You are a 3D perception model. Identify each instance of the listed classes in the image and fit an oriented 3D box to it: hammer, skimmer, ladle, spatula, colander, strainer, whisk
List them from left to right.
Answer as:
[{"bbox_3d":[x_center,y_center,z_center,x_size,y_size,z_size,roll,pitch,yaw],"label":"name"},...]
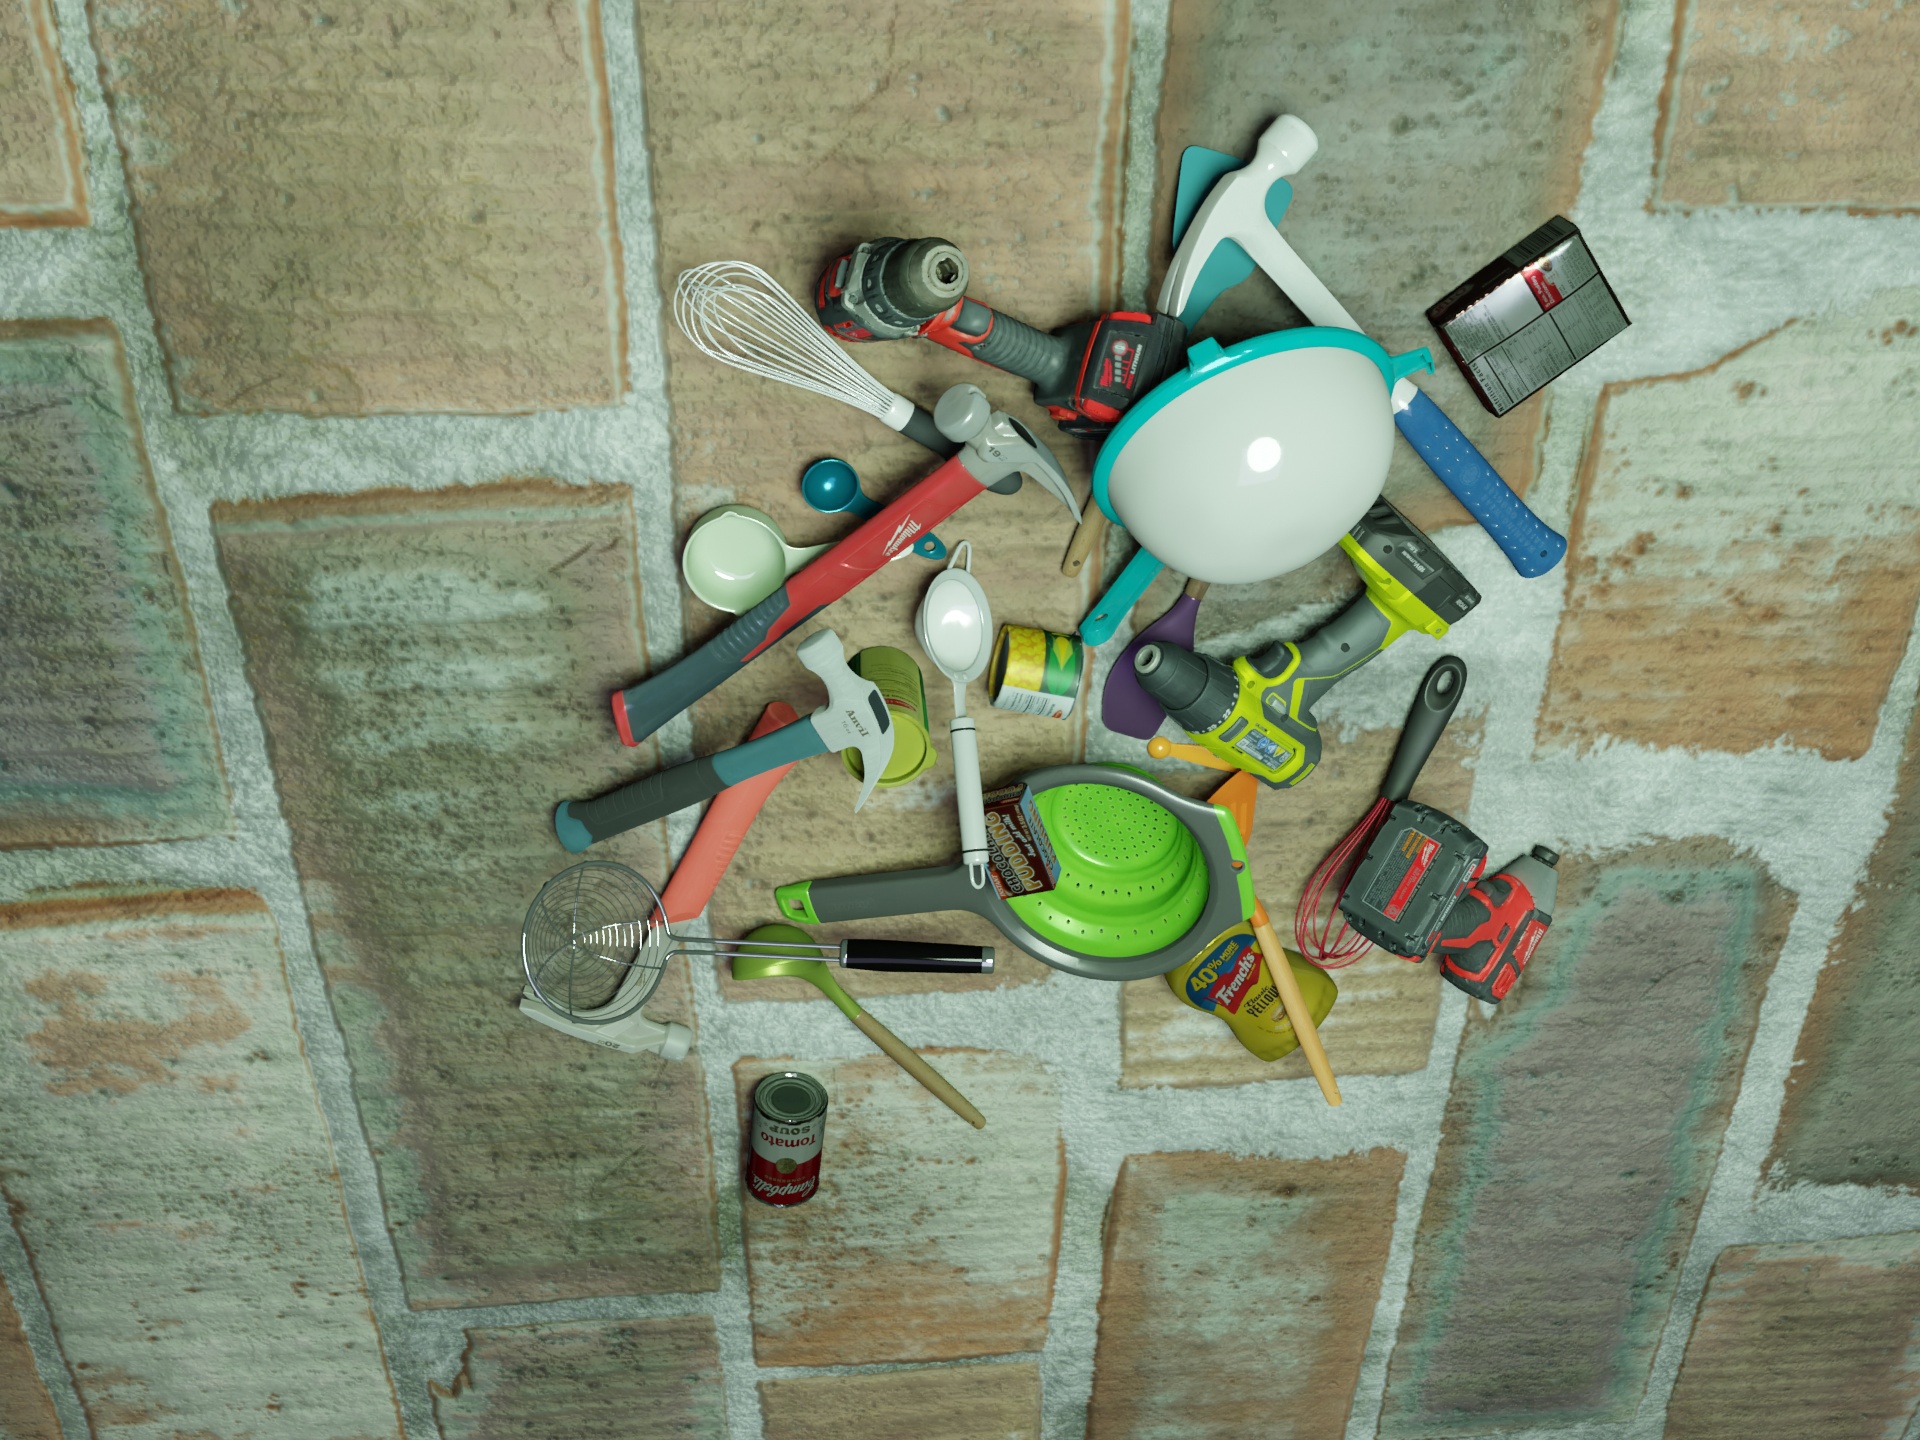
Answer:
[{"bbox_3d":[-0.228,0.131,1.302,0.149,0.037,0.359,23,115,-17],"label":"hammer"},{"bbox_3d":[-0.186,0.039,1.186,0.331,0.033,0.128,-21,112,33],"label":"hammer"},{"bbox_3d":[-0.153,0.180,1.246,0.363,0.090,0.127,3,80,-1],"label":"skimmer"},{"bbox_3d":[-0.097,-0.086,1.146,0.386,0.038,0.143,-34,138,22],"label":"hammer"},{"bbox_3d":[-0.071,-0.231,1.104,0.284,0.070,0.070,28,114,-25],"label":"whisk"},{"bbox_3d":[-0.079,0.280,1.390,0.078,0.062,0.319,-22,125,34],"label":"ladle"},{"bbox_3d":[-0.002,-0.004,1.180,0.050,0.258,0.086,-13,168,35],"label":"strainer"},{"bbox_3d":[0.041,0.111,1.297,0.397,0.095,0.204,-8,118,20],"label":"colander"},{"bbox_3d":[0.137,-0.241,1.135,0.082,0.044,0.317,15,122,-14],"label":"spatula"},{"bbox_3d":[0.186,-0.118,1.210,0.059,0.018,0.315,17,117,-13],"label":"spatula"},{"bbox_3d":[0.175,-0.120,1.088,0.211,0.095,0.340,-5,152,-29],"label":"strainer"},{"bbox_3d":[0.267,0.191,1.332,0.081,0.041,0.322,-35,108,-34],"label":"spatula"},{"bbox_3d":[0.351,0.080,1.317,0.073,0.073,0.295,13,112,-13],"label":"whisk"},{"bbox_3d":[0.303,-0.229,1.126,0.405,0.035,0.144,38,98,-28],"label":"hammer"}]

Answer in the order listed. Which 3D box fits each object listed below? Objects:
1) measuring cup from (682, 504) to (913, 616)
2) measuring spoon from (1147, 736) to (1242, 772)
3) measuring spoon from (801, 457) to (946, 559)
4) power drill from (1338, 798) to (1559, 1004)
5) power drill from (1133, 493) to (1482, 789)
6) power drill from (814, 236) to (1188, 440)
[{"bbox_3d":[-0.119,-0.126,1.167,0.167,0.038,0.083,-6,120,-4],"label":"measuring cup"},{"bbox_3d":[0.209,0.032,1.300,0.117,0.011,0.021,10,118,-11],"label":"measuring spoon"},{"bbox_3d":[-0.062,-0.155,1.171,0.128,0.021,0.042,29,113,-29],"label":"measuring spoon"},{"bbox_3d":[0.419,0.148,1.314,0.219,0.079,0.143,25,96,-43],"label":"power drill"},{"bbox_3d":[0.256,-0.062,1.197,0.190,0.080,0.228,30,114,-37],"label":"power drill"},{"bbox_3d":[0.030,-0.250,1.018,0.226,0.188,0.080,15,93,-23],"label":"power drill"}]
